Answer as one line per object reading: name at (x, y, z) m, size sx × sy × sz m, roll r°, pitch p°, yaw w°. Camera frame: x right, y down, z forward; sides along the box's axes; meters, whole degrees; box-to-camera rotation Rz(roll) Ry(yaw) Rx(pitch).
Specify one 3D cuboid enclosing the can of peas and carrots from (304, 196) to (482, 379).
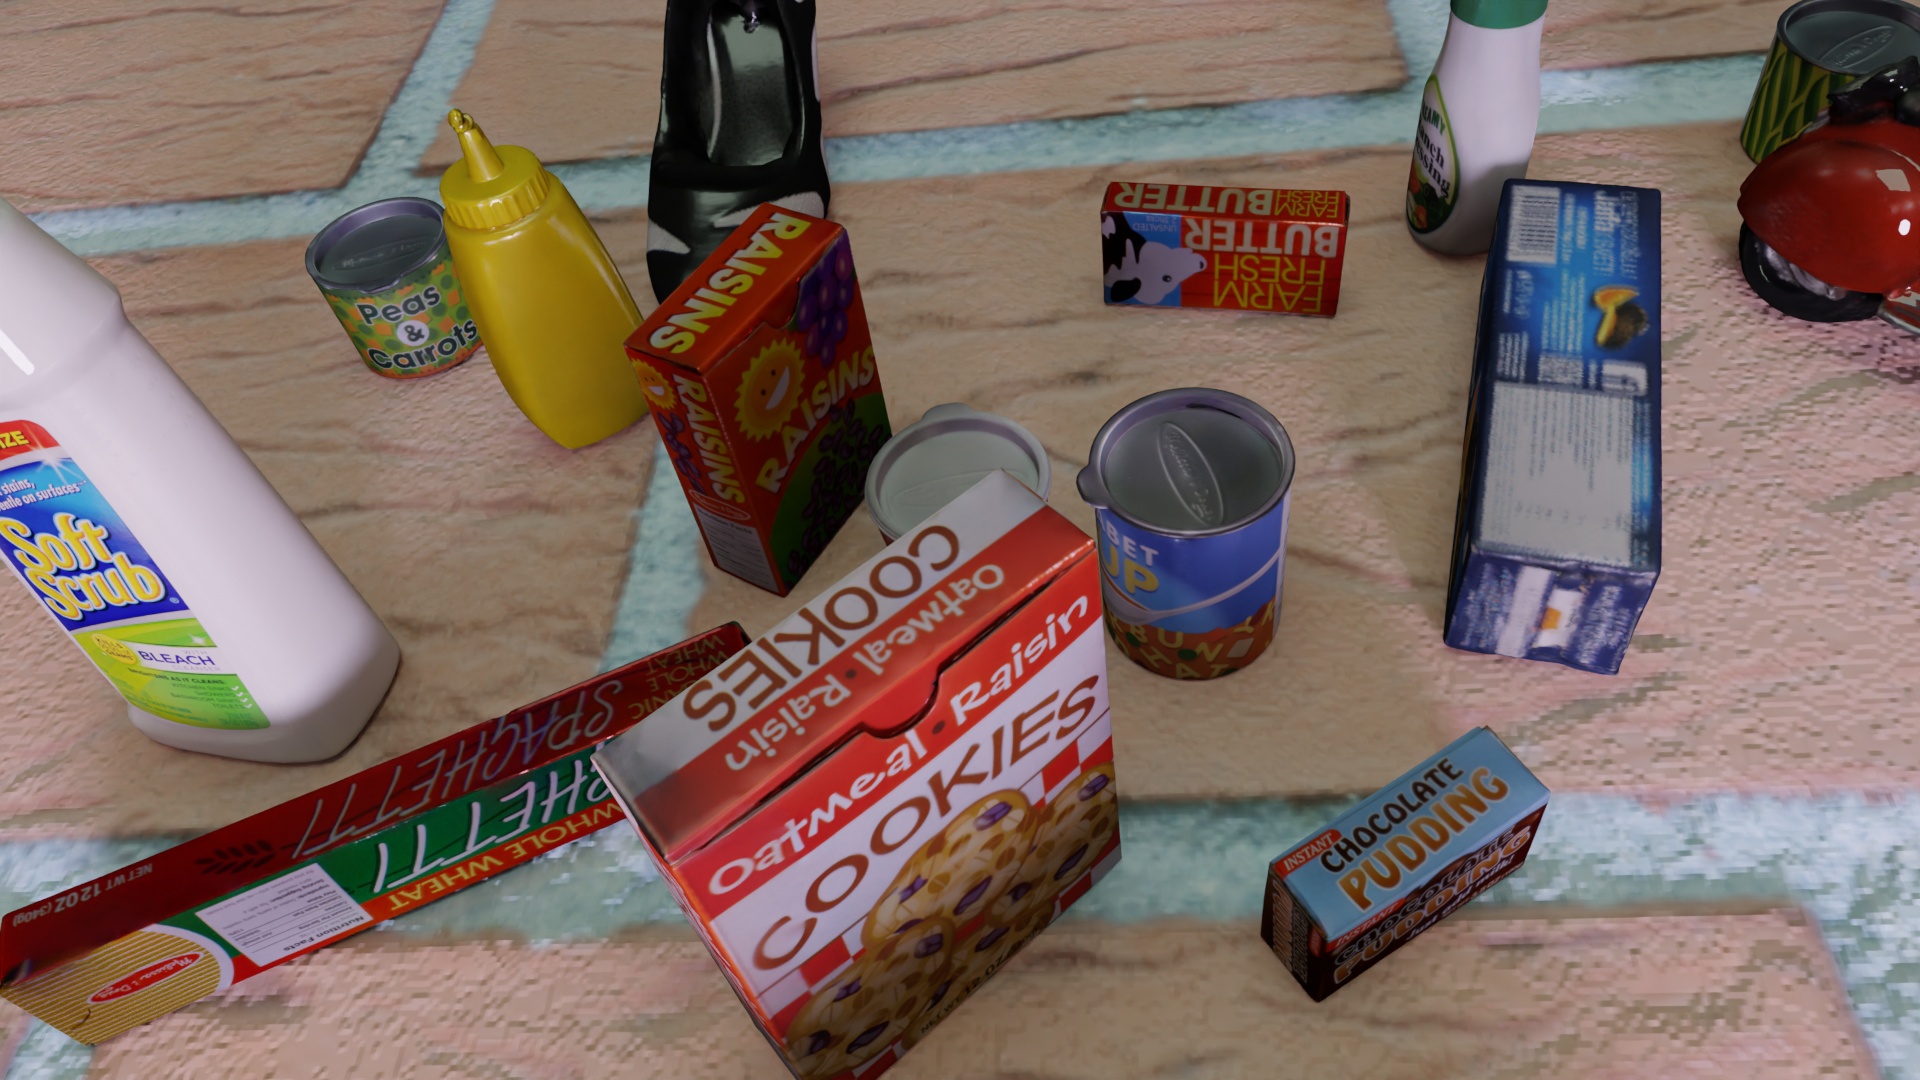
can of peas and carrots at (-0.260, -0.116, 0.650) m, size 0.071 × 0.058 × 0.071 m, roll -4°, pitch 50°, yaw 5°

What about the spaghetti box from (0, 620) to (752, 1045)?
spaghetti box at (-0.179, 0.096, 0.464) m, size 0.250 × 0.050 × 0.029 m, roll -22°, pitch 50°, yaw -10°

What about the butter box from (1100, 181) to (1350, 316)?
butter box at (0.114, -0.126, 0.604) m, size 0.103 × 0.052 × 0.024 m, roll 6°, pitch 51°, yaw 14°

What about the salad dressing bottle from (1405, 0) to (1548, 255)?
salad dressing bottle at (0.218, -0.190, 0.579) m, size 0.044 × 0.147 × 0.064 m, roll -8°, pitch 50°, yaw 3°

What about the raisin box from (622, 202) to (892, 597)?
raisin box at (-0.070, -0.050, 0.522) m, size 0.040 × 0.122 × 0.086 m, roll 21°, pitch 57°, yaw 25°

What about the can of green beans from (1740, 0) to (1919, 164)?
can of green beans at (0.392, -0.201, 0.620) m, size 0.071 × 0.057 × 0.071 m, roll -4°, pitch 50°, yaw 5°

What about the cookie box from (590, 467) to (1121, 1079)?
cookie box at (-0.014, 0.076, 0.377) m, size 0.123 × 0.166 × 0.040 m, roll -36°, pitch 54°, yaw -20°

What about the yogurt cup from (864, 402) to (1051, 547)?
yogurt cup at (0.002, -0.007, 0.519) m, size 0.072 × 0.053 × 0.073 m, roll -4°, pitch 50°, yaw 5°

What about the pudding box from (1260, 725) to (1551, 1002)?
pudding box at (0.131, 0.096, 0.415) m, size 0.084 × 0.049 × 0.030 m, roll -28°, pitch 52°, yaw -14°

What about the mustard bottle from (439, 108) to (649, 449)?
mustard bottle at (-0.172, -0.109, 0.563) m, size 0.065 × 0.159 × 0.049 m, roll -32°, pitch 53°, yaw -17°

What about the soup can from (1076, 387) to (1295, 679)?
soup can at (0.077, 0.000, 0.483) m, size 0.071 × 0.083 × 0.072 m, roll -4°, pitch 50°, yaw 5°
